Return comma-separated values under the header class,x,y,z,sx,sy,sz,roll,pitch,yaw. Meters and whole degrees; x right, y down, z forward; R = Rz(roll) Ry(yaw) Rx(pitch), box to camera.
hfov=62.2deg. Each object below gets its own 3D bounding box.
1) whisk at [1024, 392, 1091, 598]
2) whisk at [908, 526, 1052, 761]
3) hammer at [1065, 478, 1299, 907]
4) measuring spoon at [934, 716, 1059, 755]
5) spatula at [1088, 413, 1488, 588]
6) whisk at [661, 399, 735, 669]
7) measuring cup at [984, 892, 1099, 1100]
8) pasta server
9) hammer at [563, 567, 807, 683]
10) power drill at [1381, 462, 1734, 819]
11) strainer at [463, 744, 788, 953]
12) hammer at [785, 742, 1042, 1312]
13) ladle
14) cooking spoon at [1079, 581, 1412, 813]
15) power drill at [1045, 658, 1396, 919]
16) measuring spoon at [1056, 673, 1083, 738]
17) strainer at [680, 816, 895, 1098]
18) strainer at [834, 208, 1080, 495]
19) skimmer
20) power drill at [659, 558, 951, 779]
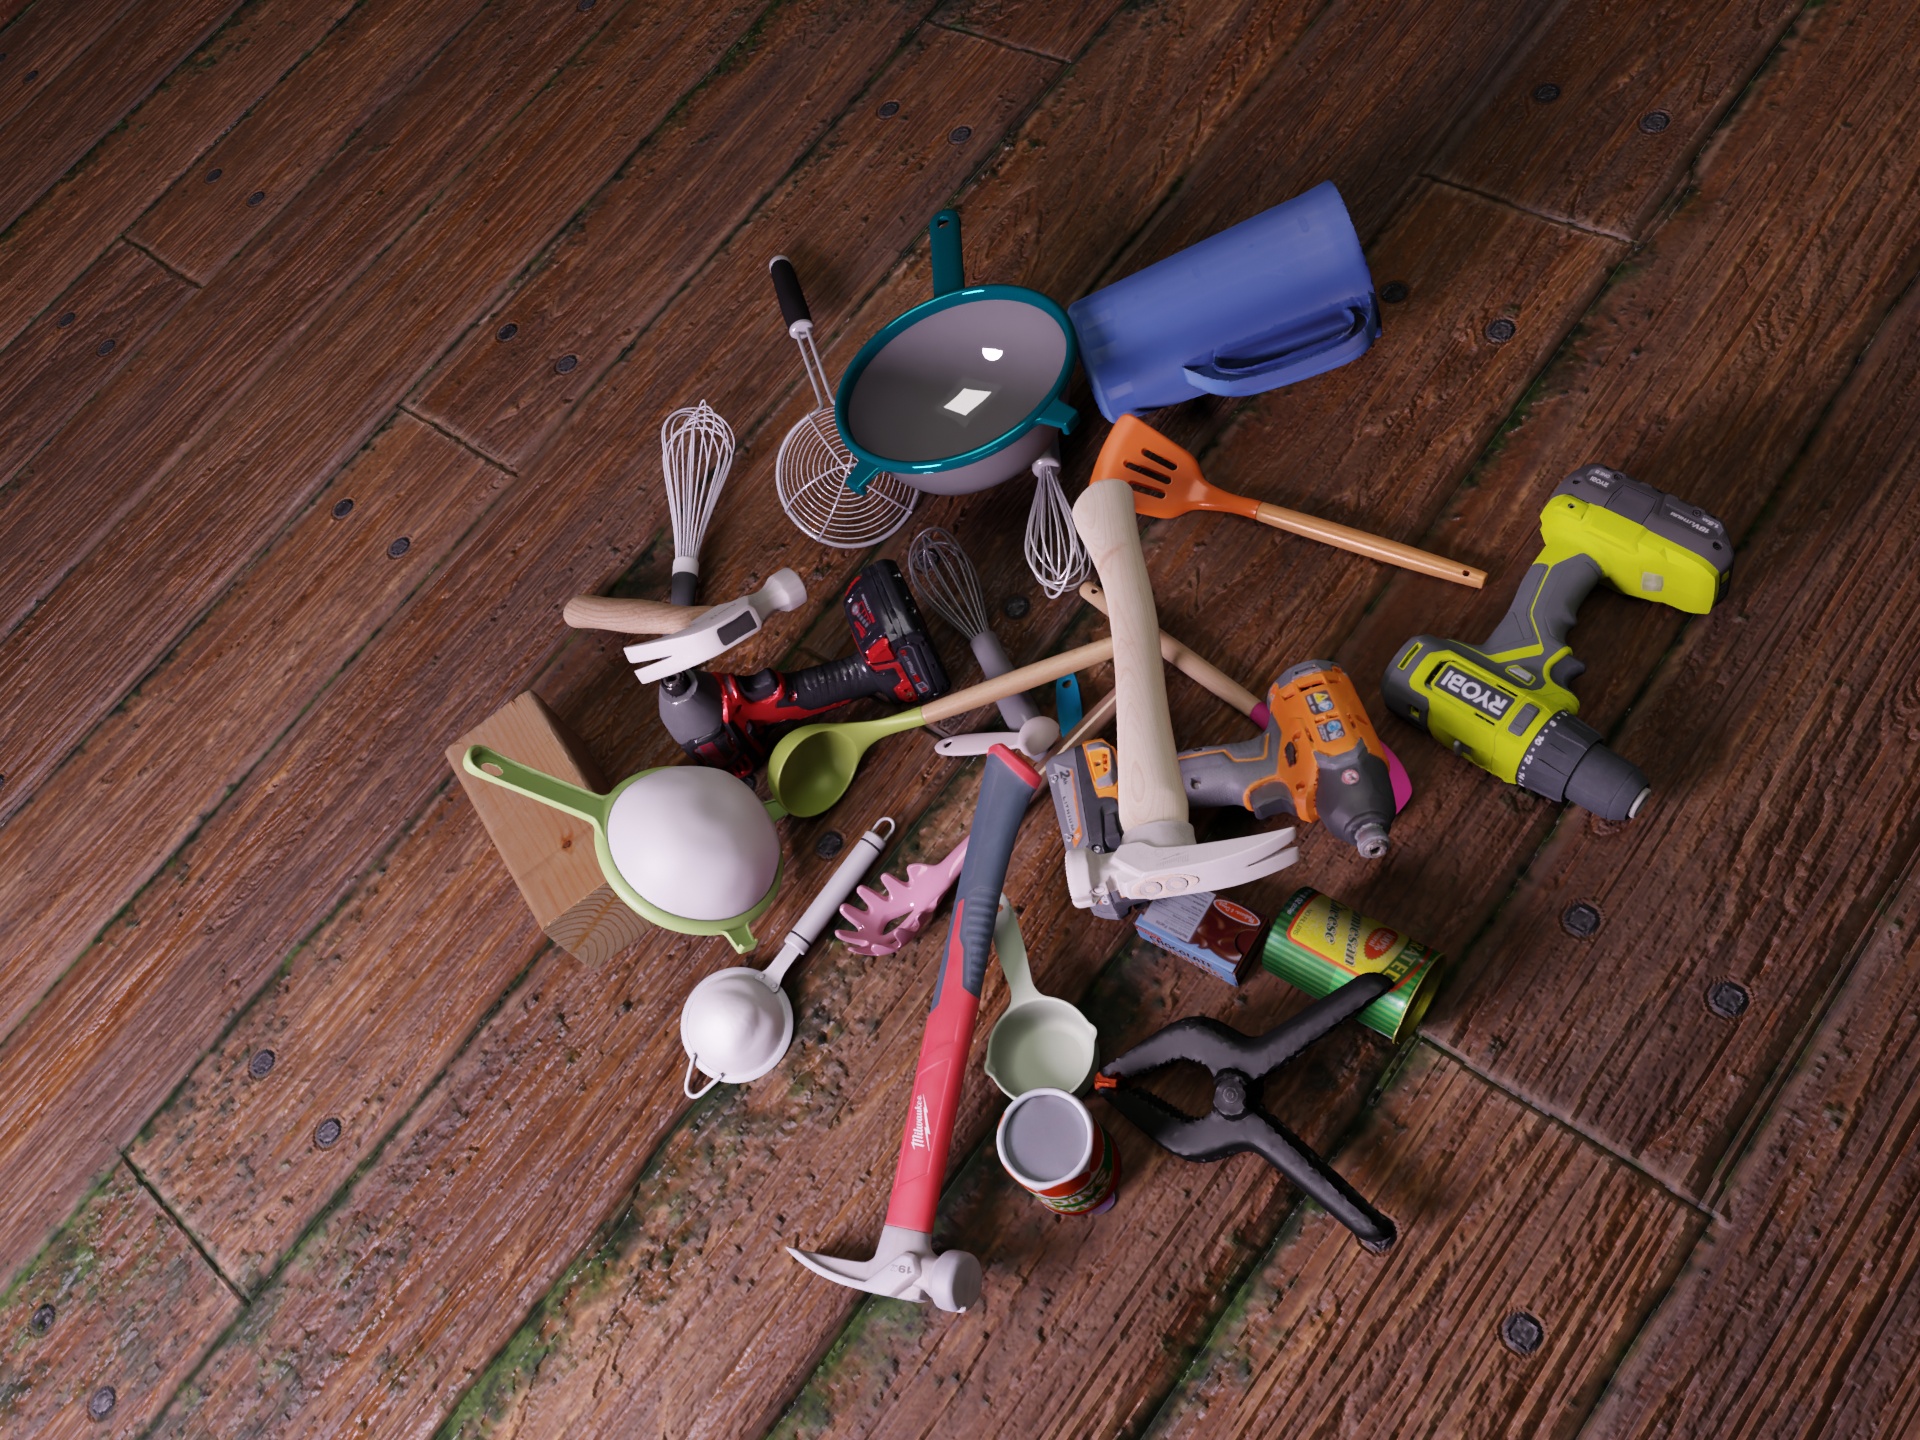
class,x,y,z,sx,sy,sz,roll,pitch,yaw
whisk,0.074,-0.206,1.345,0.057,0.059,0.247,9,54,-18
whisk,0.016,-0.062,1.284,0.055,0.055,0.239,-28,62,2
hammer,0.137,-0.042,1.140,0.146,0.038,0.411,-10,44,9
measuring spoon,0.023,0.013,1.228,0.124,0.018,0.034,-6,45,42
spatula,0.257,-0.161,1.257,0.323,0.041,0.081,22,87,26
whisk,-0.243,-0.164,1.422,0.070,0.070,0.285,-7,65,15
measuring cup,0.049,0.199,1.132,0.083,0.038,0.168,-21,56,7
pasta server,0.033,0.063,1.197,0.316,0.040,0.060,-45,43,-2
hammer,-0.255,-0.083,1.298,0.130,0.031,0.331,-35,23,-26
power drill,0.437,-0.052,1.117,0.191,0.080,0.228,35,80,31
strainer,-0.242,0.061,1.191,0.256,0.069,0.152,24,45,-15
hammer,-0.017,0.201,1.115,0.143,0.038,0.386,-2,66,35
ladle,-0.002,-0.004,1.223,0.320,0.078,0.062,-20,48,13
cooking spoon,0.206,-0.022,1.211,0.069,0.017,0.319,-46,59,-7
power drill,0.185,0.057,1.104,0.226,0.084,0.164,-19,42,7
measuring spoon,0.091,0.013,1.235,0.042,0.021,0.129,-22,48,20
strainer,-0.130,0.174,1.206,0.087,0.050,0.258,33,73,14
strainer,0.005,-0.309,1.371,0.211,0.095,0.341,-15,49,14
skimmer,-0.130,-0.306,1.476,0.127,0.090,0.364,-18,47,-2
power drill,-0.130,-0.034,1.260,0.219,0.143,0.079,-24,60,2
